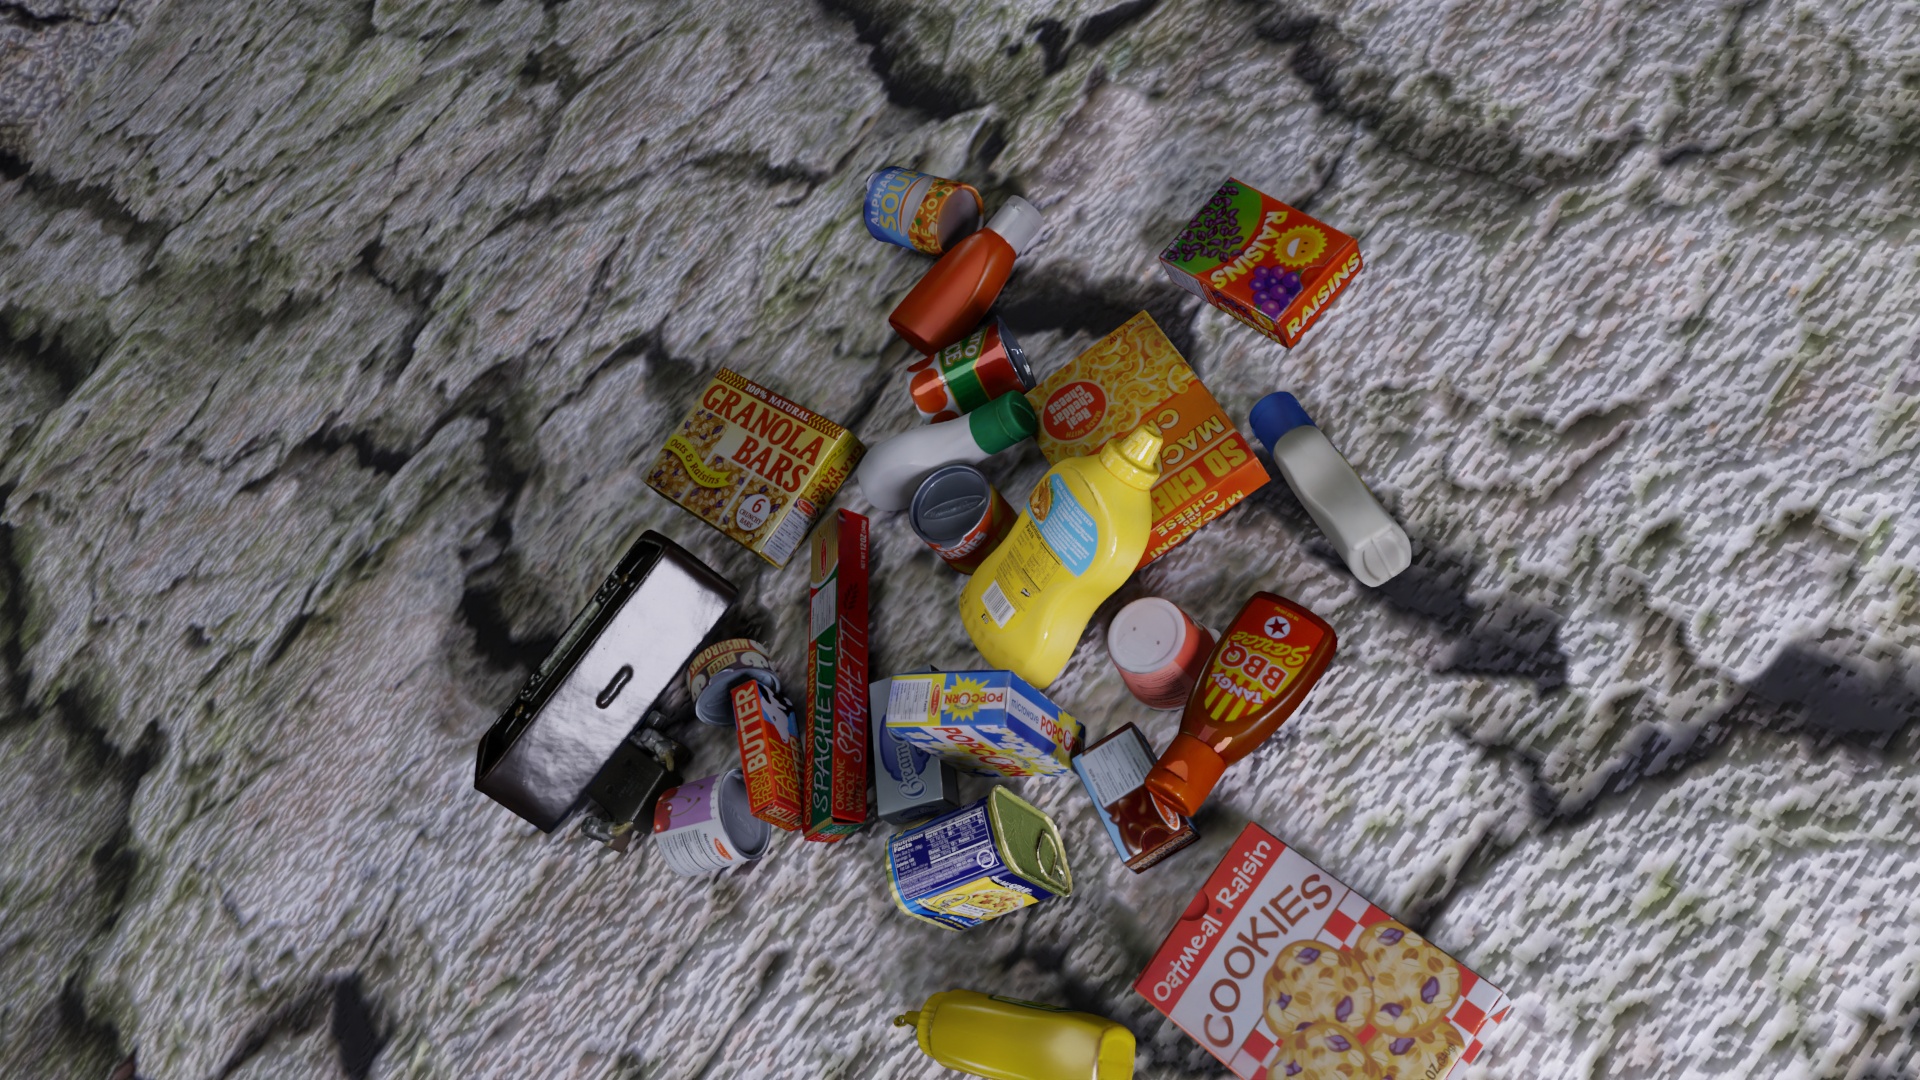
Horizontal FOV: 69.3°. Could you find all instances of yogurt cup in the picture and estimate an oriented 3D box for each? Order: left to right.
[{"bbox_3d":[0.131,0.072,0.916,0.072,0.054,0.073,-13,59,23],"label":"yogurt cup"}]

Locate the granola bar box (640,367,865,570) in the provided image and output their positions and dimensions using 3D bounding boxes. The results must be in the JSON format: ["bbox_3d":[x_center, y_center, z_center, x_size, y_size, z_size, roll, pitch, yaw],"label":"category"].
[{"bbox_3d":[-0.175,-0.063,1.165,0.166,0.039,0.124,28,80,37],"label":"granola bar box"}]

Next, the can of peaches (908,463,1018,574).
[{"bbox_3d":[0.004,-0.013,1.029,0.071,0.058,0.071,-12,59,22],"label":"can of peaches"}]

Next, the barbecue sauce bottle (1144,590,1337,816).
[{"bbox_3d":[0.171,0.103,0.866,0.065,0.043,0.149,29,69,29],"label":"barbecue sauce bottle"}]

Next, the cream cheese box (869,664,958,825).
[{"bbox_3d":[-0.034,0.144,0.983,0.053,0.024,0.104,-20,56,19],"label":"cream cheese box"}]

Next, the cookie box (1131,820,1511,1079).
[{"bbox_3d":[0.200,0.256,0.785,0.168,0.040,0.123,32,82,37],"label":"cookie box"}]

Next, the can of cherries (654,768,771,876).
[{"bbox_3d":[-0.178,0.203,1.004,0.058,0.071,0.072,-20,56,19],"label":"can of cherries"}]

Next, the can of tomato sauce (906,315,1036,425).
[{"bbox_3d":[0.008,-0.125,1.082,0.083,0.071,0.071,-25,55,15],"label":"can of tomato sauce"}]

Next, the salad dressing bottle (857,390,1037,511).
[{"bbox_3d":[-0.010,-0.068,1.050,0.147,0.064,0.044,-24,55,33],"label":"salad dressing bottle"}]

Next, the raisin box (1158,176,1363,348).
[{"bbox_3d":[0.222,-0.208,1.032,0.086,0.040,0.124,-47,53,-3],"label":"raisin box"}]

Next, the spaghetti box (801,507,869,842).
[{"bbox_3d":[-0.091,0.096,1.025,0.050,0.029,0.251,-40,43,48],"label":"spaghetti box"}]

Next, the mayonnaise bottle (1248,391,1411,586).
[{"bbox_3d":[0.240,-0.039,0.916,0.041,0.064,0.149,-33,50,10],"label":"mayonnaise bottle"}]

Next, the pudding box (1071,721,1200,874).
[{"bbox_3d":[0.111,0.165,0.890,0.049,0.030,0.084,-33,53,7],"label":"pudding box"}]

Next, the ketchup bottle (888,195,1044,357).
[{"bbox_3d":[0.009,-0.219,1.150,0.065,0.043,0.149,36,84,36],"label":"ketchup bottle"}]

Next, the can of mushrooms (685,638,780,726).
[{"bbox_3d":[-0.173,0.106,1.050,0.071,0.071,0.033,-35,51,7],"label":"can of mushrooms"}]

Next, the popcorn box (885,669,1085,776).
[{"bbox_3d":[0.018,0.121,0.904,0.085,0.126,0.038,-6,65,26],"label":"popcorn box"}]

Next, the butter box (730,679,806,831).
[{"bbox_3d":[-0.137,0.157,1.013,0.024,0.053,0.104,-27,54,15],"label":"butter box"}]

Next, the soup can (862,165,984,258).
[{"bbox_3d":[-0.033,-0.282,1.189,0.084,0.071,0.071,23,77,35],"label":"soup can"}]

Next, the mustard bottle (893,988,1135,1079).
[{"bbox_3d":[0.024,0.301,0.841,0.160,0.065,0.049,0,68,32],"label":"mustard bottle"}]

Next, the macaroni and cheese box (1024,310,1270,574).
[{"bbox_3d":[0.128,-0.072,1.006,0.123,0.040,0.167,-35,53,9],"label":"macaroni and cheese box"}]
